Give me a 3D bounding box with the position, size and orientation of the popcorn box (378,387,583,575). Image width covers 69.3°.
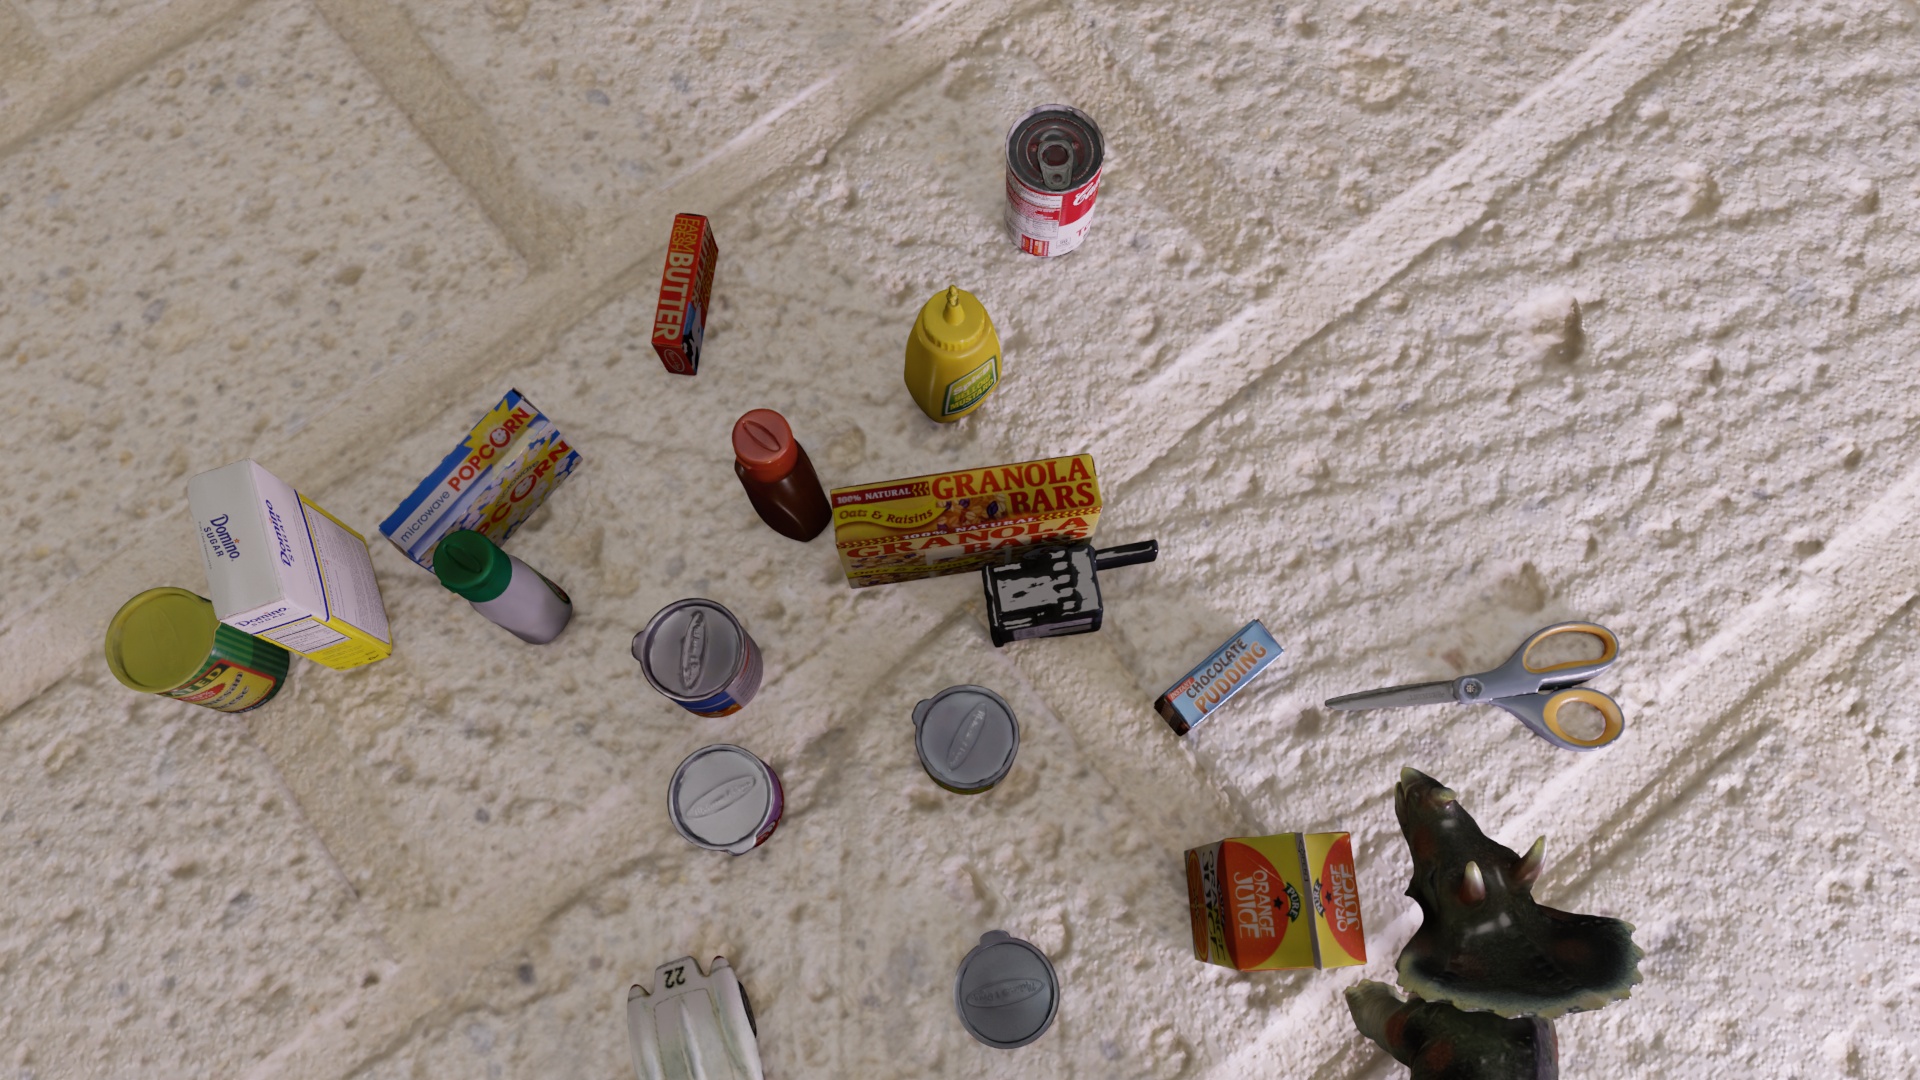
[{"bbox_3d":[-0.320,-0.033,0.934,0.038,0.085,0.127,38,78,10],"label":"popcorn box"}]

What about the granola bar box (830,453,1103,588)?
[{"bbox_3d":[0.003,-0.011,0.907,0.166,0.124,0.039,-8,75,-2],"label":"granola bar box"}]

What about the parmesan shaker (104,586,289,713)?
[{"bbox_3d":[-0.486,0.072,0.897,0.071,0.103,0.071,0,75,0],"label":"parmesan shaker"}]

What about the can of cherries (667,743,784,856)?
[{"bbox_3d":[-0.149,0.169,0.892,0.071,0.058,0.071,0,75,0],"label":"can of cherries"}]

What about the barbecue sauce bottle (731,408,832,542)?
[{"bbox_3d":[-0.120,-0.044,0.904,0.065,0.148,0.044,39,79,10],"label":"barbecue sauce bottle"}]

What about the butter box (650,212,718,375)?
[{"bbox_3d":[-0.196,-0.175,0.990,0.024,0.053,0.104,6,75,2],"label":"butter box"}]

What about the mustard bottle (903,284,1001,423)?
[{"bbox_3d":[-0.005,-0.128,0.921,0.065,0.160,0.049,-35,78,-8],"label":"mustard bottle"}]

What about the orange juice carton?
[{"bbox_3d":[0.183,0.210,0.810,0.073,0.192,0.072,-3,75,-1],"label":"orange juice carton"}]

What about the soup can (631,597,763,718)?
[{"bbox_3d":[-0.169,0.078,0.904,0.071,0.083,0.071,0,75,0],"label":"soup can"}]

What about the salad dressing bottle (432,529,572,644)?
[{"bbox_3d":[-0.291,0.030,0.885,0.064,0.147,0.044,33,78,9],"label":"salad dressing bottle"}]

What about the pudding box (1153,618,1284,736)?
[{"bbox_3d":[0.170,0.091,0.917,0.084,0.049,0.030,-38,78,-9],"label":"pudding box"}]

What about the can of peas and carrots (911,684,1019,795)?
[{"bbox_3d":[0.002,0.130,0.902,0.071,0.058,0.071,0,75,0],"label":"can of peas and carrots"}]

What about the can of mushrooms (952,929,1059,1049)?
[{"bbox_3d":[0.028,0.281,0.873,0.071,0.033,0.071,0,75,0],"label":"can of mushrooms"}]
